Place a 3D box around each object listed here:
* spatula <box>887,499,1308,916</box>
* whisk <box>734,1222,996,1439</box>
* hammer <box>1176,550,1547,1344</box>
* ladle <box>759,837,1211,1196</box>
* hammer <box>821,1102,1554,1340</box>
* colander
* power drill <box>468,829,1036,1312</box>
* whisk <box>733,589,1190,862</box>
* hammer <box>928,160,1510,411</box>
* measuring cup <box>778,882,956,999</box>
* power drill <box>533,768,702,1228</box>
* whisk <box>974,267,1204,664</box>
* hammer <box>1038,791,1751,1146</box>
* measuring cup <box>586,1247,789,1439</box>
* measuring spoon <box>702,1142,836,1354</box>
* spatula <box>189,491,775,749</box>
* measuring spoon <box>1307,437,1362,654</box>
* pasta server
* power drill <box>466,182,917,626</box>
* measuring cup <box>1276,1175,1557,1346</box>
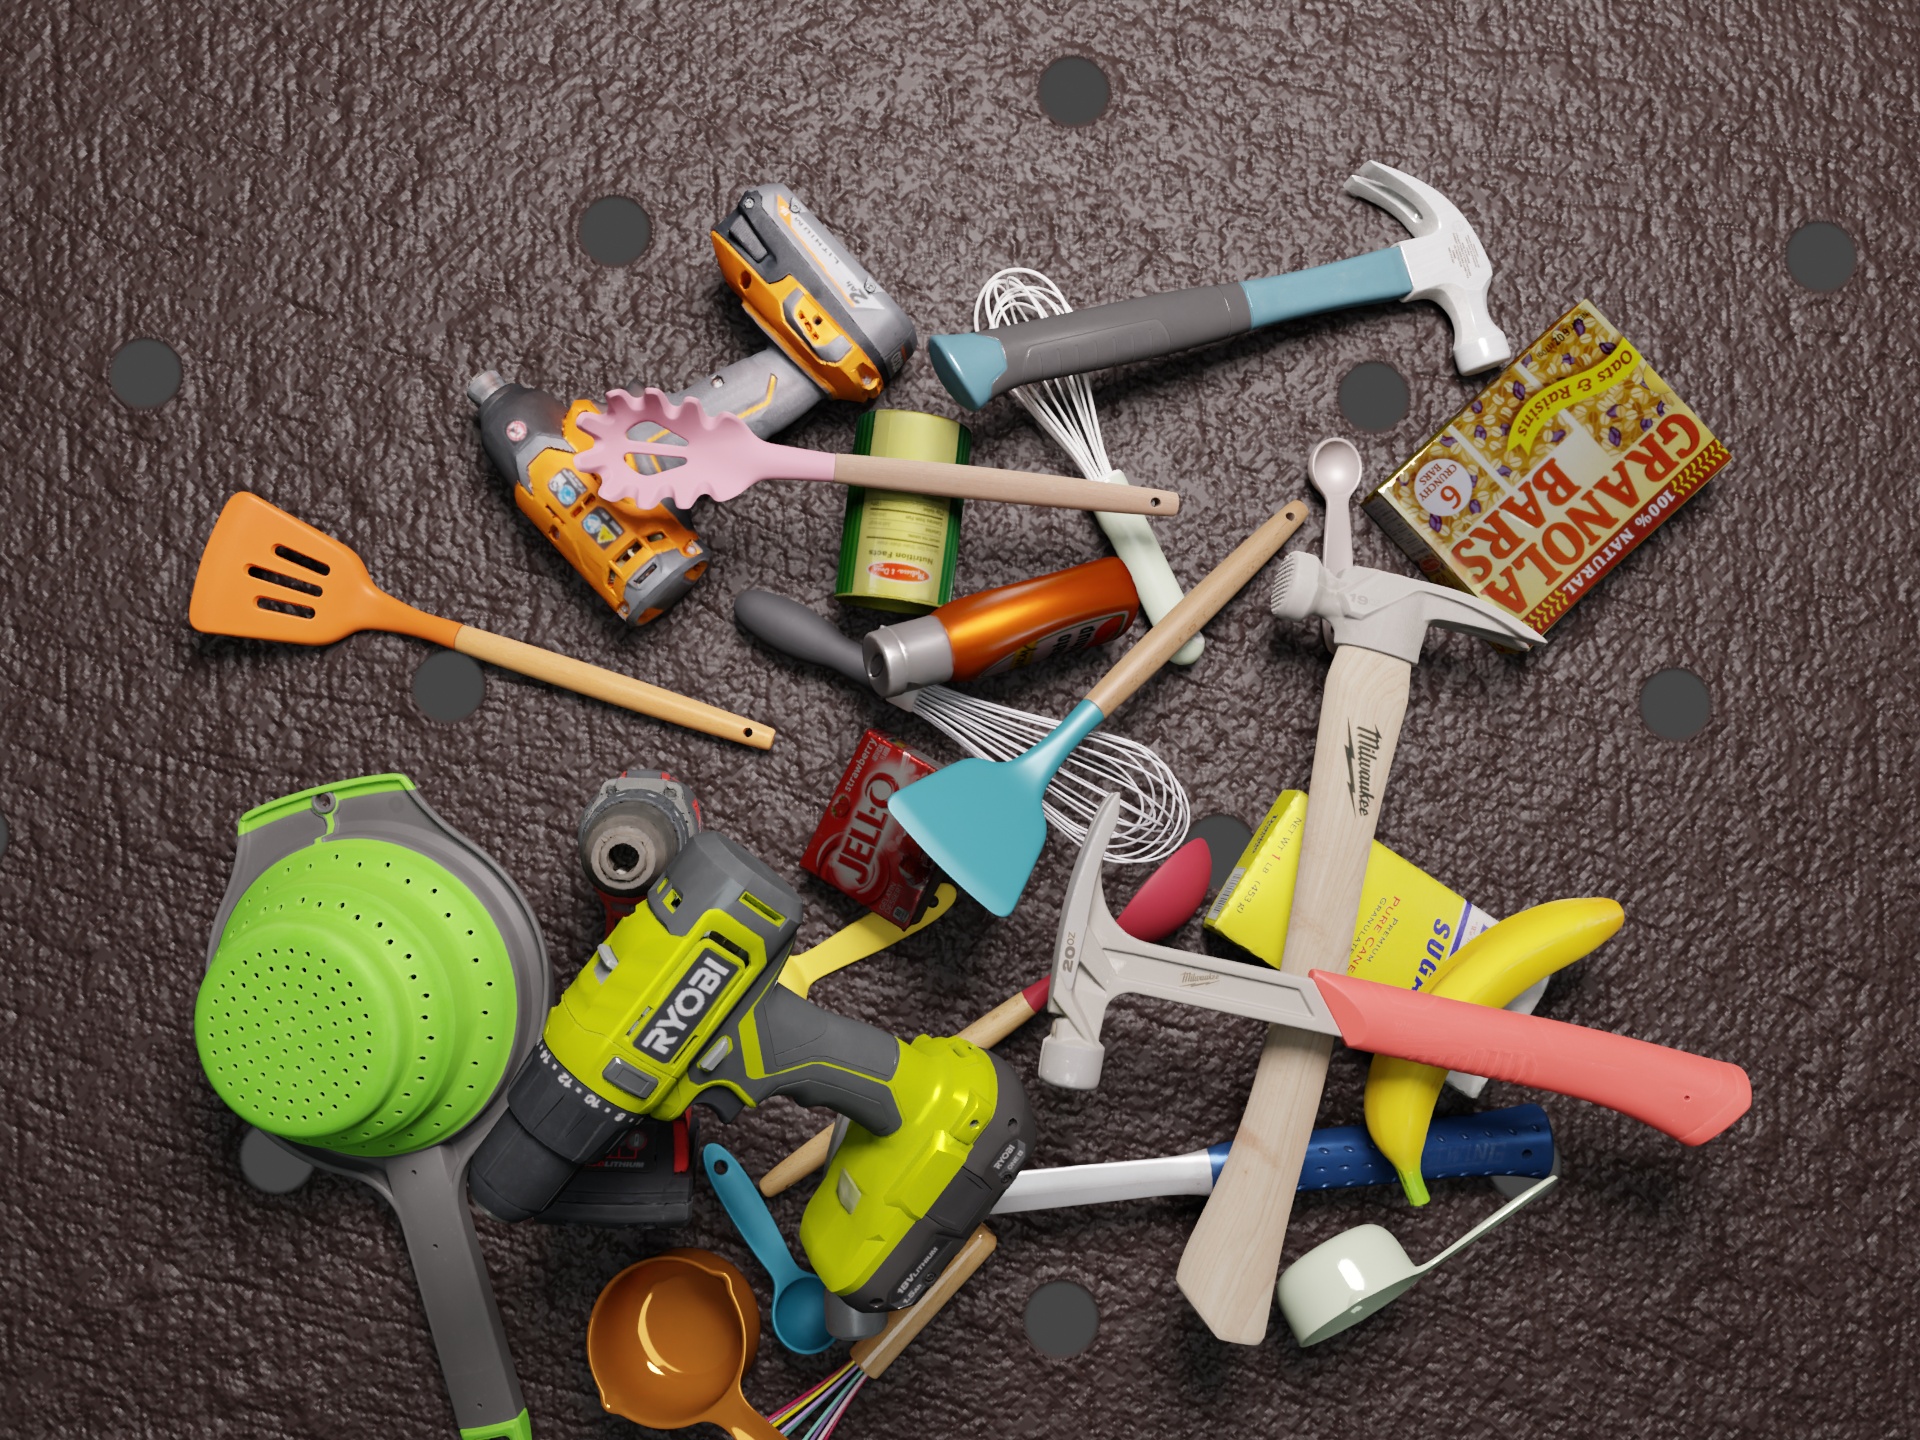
[{"bbox_3d":[0.092,-0.024,0.849,0.082,0.044,0.317,44,68,6],"label":"spatula"},{"bbox_3d":[-0.071,0.370,0.876,0.047,0.051,0.245,43,84,6],"label":"whisk"},{"bbox_3d":[0.199,0.123,0.846,0.146,0.038,0.411,14,84,-3],"label":"hammer"},{"bbox_3d":[0.016,0.170,0.884,0.315,0.069,0.031,-36,64,3],"label":"ladle"},{"bbox_3d":[0.125,0.242,0.869,0.405,0.035,0.144,-4,92,-7],"label":"hammer"},{"bbox_3d":[-0.305,0.231,0.836,0.204,0.094,0.397,-15,92,9],"label":"colander"},{"bbox_3d":[-0.094,0.183,0.742,0.228,0.080,0.190,39,88,-29],"label":"power drill"},{"bbox_3d":[-0.001,-0.004,0.889,0.284,0.070,0.070,28,87,5],"label":"whisk"},{"bbox_3d":[0.144,-0.225,0.879,0.331,0.033,0.128,-15,87,-14],"label":"hammer"},{"bbox_3d":[-0.072,0.132,0.890,0.156,0.029,0.062,-28,89,-2],"label":"measuring cup"},{"bbox_3d":[-0.169,0.139,0.813,0.080,0.188,0.227,4,91,-7],"label":"power drill"},{"bbox_3d":[0.076,-0.143,0.902,0.059,0.058,0.246,-26,92,32],"label":"whisk"},{"bbox_3d":[0.225,0.144,0.809,0.359,0.036,0.149,12,86,-3],"label":"hammer"},{"bbox_3d":[-0.122,0.360,0.857,0.174,0.052,0.095,42,88,10],"label":"measuring cup"},{"bbox_3d":[-0.111,0.295,0.891,0.042,0.021,0.129,-27,78,-34],"label":"measuring spoon"},{"bbox_3d":[-0.259,-0.039,0.888,0.322,0.041,0.081,18,87,-2],"label":"spatula"},{"bbox_3d":[0.213,-0.100,0.917,0.034,0.018,0.124,-3,94,-23],"label":"measuring spoon"},{"bbox_3d":[-0.038,-0.128,0.830,0.316,0.040,0.060,5,99,-8],"label":"pasta server"},{"bbox_3d":[-0.154,-0.185,0.878,0.226,0.084,0.164,-43,89,1],"label":"power drill"},{"bbox_3d":[0.247,0.282,0.870,0.167,0.083,0.038,-32,60,-2],"label":"measuring cup"}]
